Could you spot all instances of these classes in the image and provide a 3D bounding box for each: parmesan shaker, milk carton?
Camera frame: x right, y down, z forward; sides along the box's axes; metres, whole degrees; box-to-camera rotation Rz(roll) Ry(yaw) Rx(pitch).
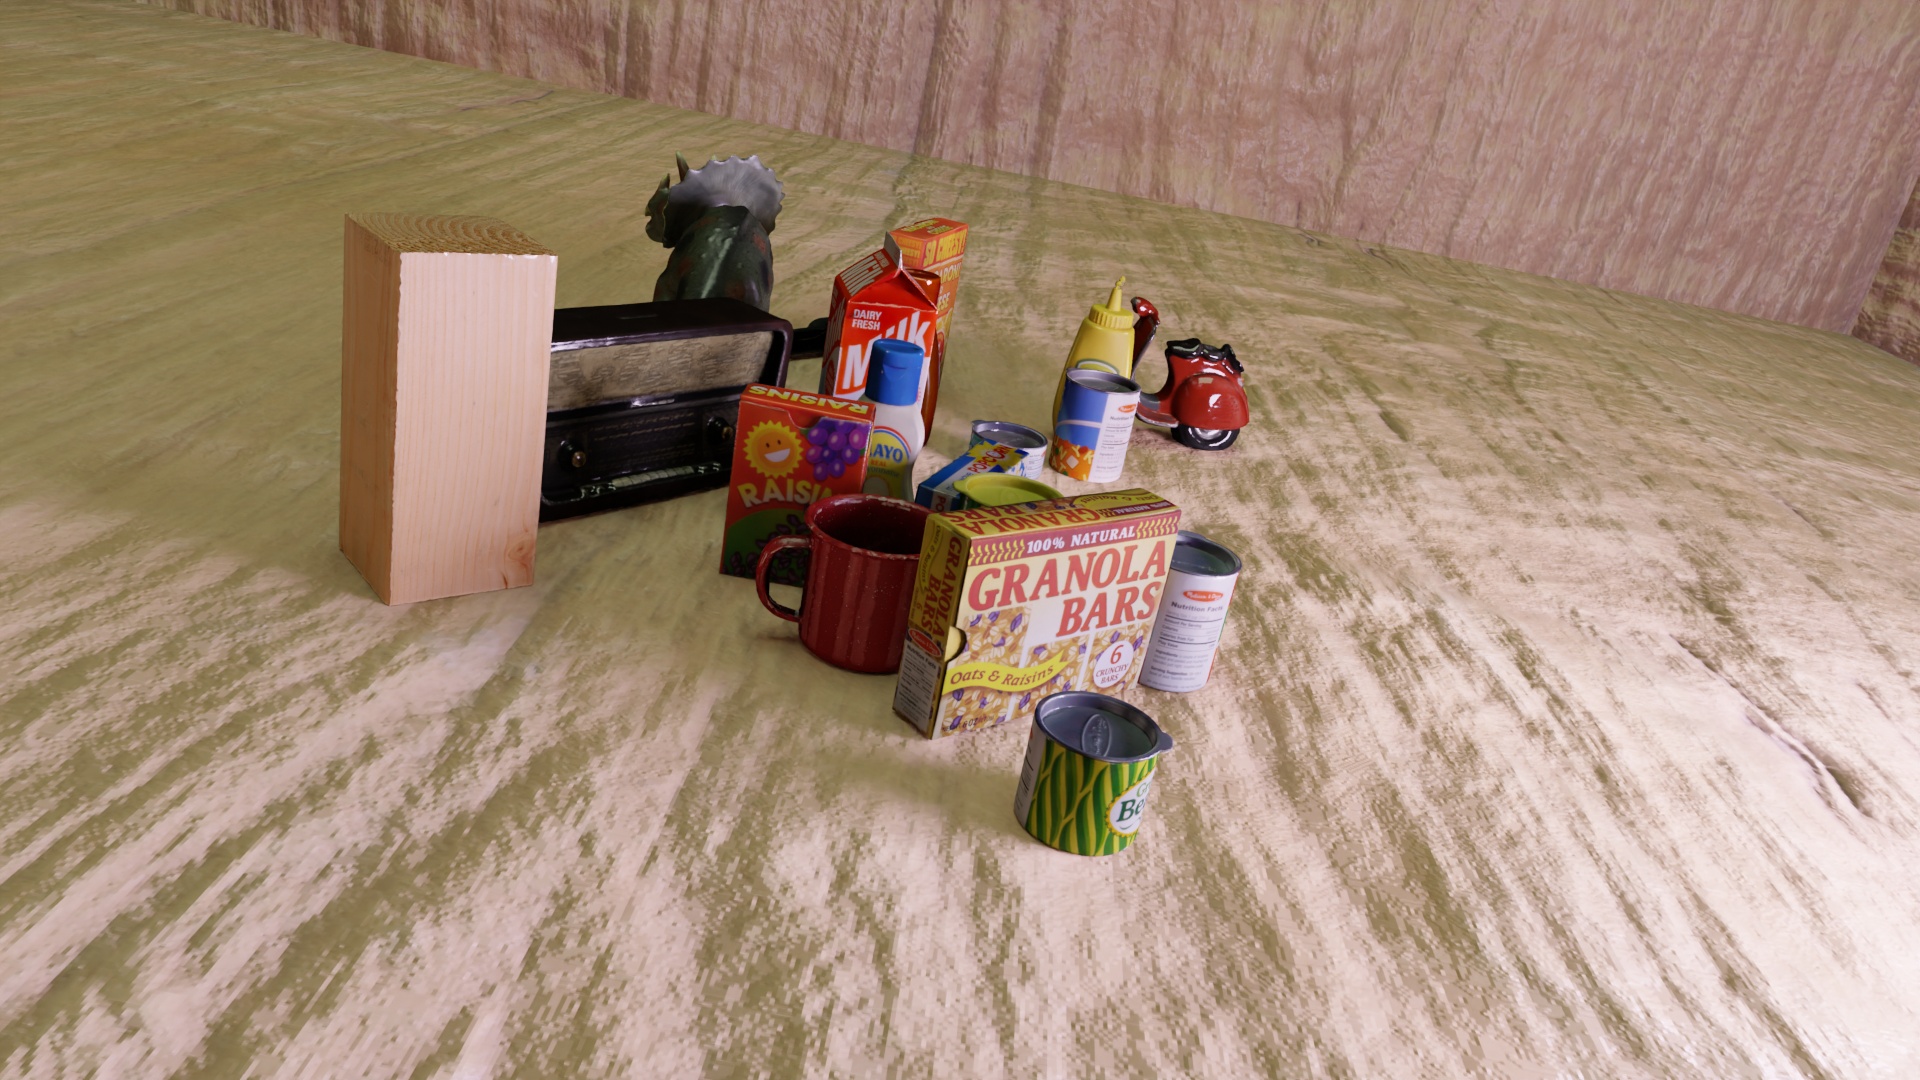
[{"bbox_3d":[0.021,0.017,0.868,0.071,0.102,0.071,10,22,-4],"label":"parmesan shaker"},{"bbox_3d":[-0.067,-0.142,1.090,0.073,0.189,0.072,4,23,-16],"label":"milk carton"}]

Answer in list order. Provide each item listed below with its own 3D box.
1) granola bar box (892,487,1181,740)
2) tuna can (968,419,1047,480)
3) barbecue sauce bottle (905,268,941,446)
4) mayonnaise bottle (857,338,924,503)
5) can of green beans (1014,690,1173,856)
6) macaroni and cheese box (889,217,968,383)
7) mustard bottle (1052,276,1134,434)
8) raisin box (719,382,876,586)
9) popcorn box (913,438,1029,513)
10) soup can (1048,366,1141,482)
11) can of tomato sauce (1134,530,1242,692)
[{"bbox_3d":[0.047,0.039,0.799,0.166,0.123,0.039,-8,29,-39],"label":"granola bar box"},{"bbox_3d":[0.037,-0.077,1.189,0.071,0.032,0.071,9,22,-4],"label":"tuna can"},{"bbox_3d":[-0.046,-0.156,1.187,0.065,0.148,0.044,16,22,11],"label":"barbecue sauce bottle"},{"bbox_3d":[-0.055,-0.065,0.967,0.065,0.147,0.041,9,22,-4],"label":"mayonnaise bottle"},{"bbox_3d":[0.064,0.118,0.706,0.071,0.057,0.071,9,22,-4],"label":"can of green beans"},{"bbox_3d":[-0.043,-0.210,1.294,0.040,0.165,0.124,17,23,14],"label":"macaroni and cheese box"},{"bbox_3d":[0.127,-0.164,1.270,0.065,0.159,0.049,13,22,4],"label":"mustard bottle"},{"bbox_3d":[-0.106,-0.034,0.901,0.086,0.122,0.040,10,22,-2],"label":"raisin box"},{"bbox_3d":[0.003,-0.012,0.950,0.038,0.085,0.127,18,23,16],"label":"popcorn box"},{"bbox_3d":[0.115,-0.102,1.218,0.071,0.083,0.071,10,22,-4],"label":"soup can"},{"bbox_3d":[0.135,0.044,0.882,0.071,0.082,0.071,10,22,-4],"label":"can of tomato sauce"}]
